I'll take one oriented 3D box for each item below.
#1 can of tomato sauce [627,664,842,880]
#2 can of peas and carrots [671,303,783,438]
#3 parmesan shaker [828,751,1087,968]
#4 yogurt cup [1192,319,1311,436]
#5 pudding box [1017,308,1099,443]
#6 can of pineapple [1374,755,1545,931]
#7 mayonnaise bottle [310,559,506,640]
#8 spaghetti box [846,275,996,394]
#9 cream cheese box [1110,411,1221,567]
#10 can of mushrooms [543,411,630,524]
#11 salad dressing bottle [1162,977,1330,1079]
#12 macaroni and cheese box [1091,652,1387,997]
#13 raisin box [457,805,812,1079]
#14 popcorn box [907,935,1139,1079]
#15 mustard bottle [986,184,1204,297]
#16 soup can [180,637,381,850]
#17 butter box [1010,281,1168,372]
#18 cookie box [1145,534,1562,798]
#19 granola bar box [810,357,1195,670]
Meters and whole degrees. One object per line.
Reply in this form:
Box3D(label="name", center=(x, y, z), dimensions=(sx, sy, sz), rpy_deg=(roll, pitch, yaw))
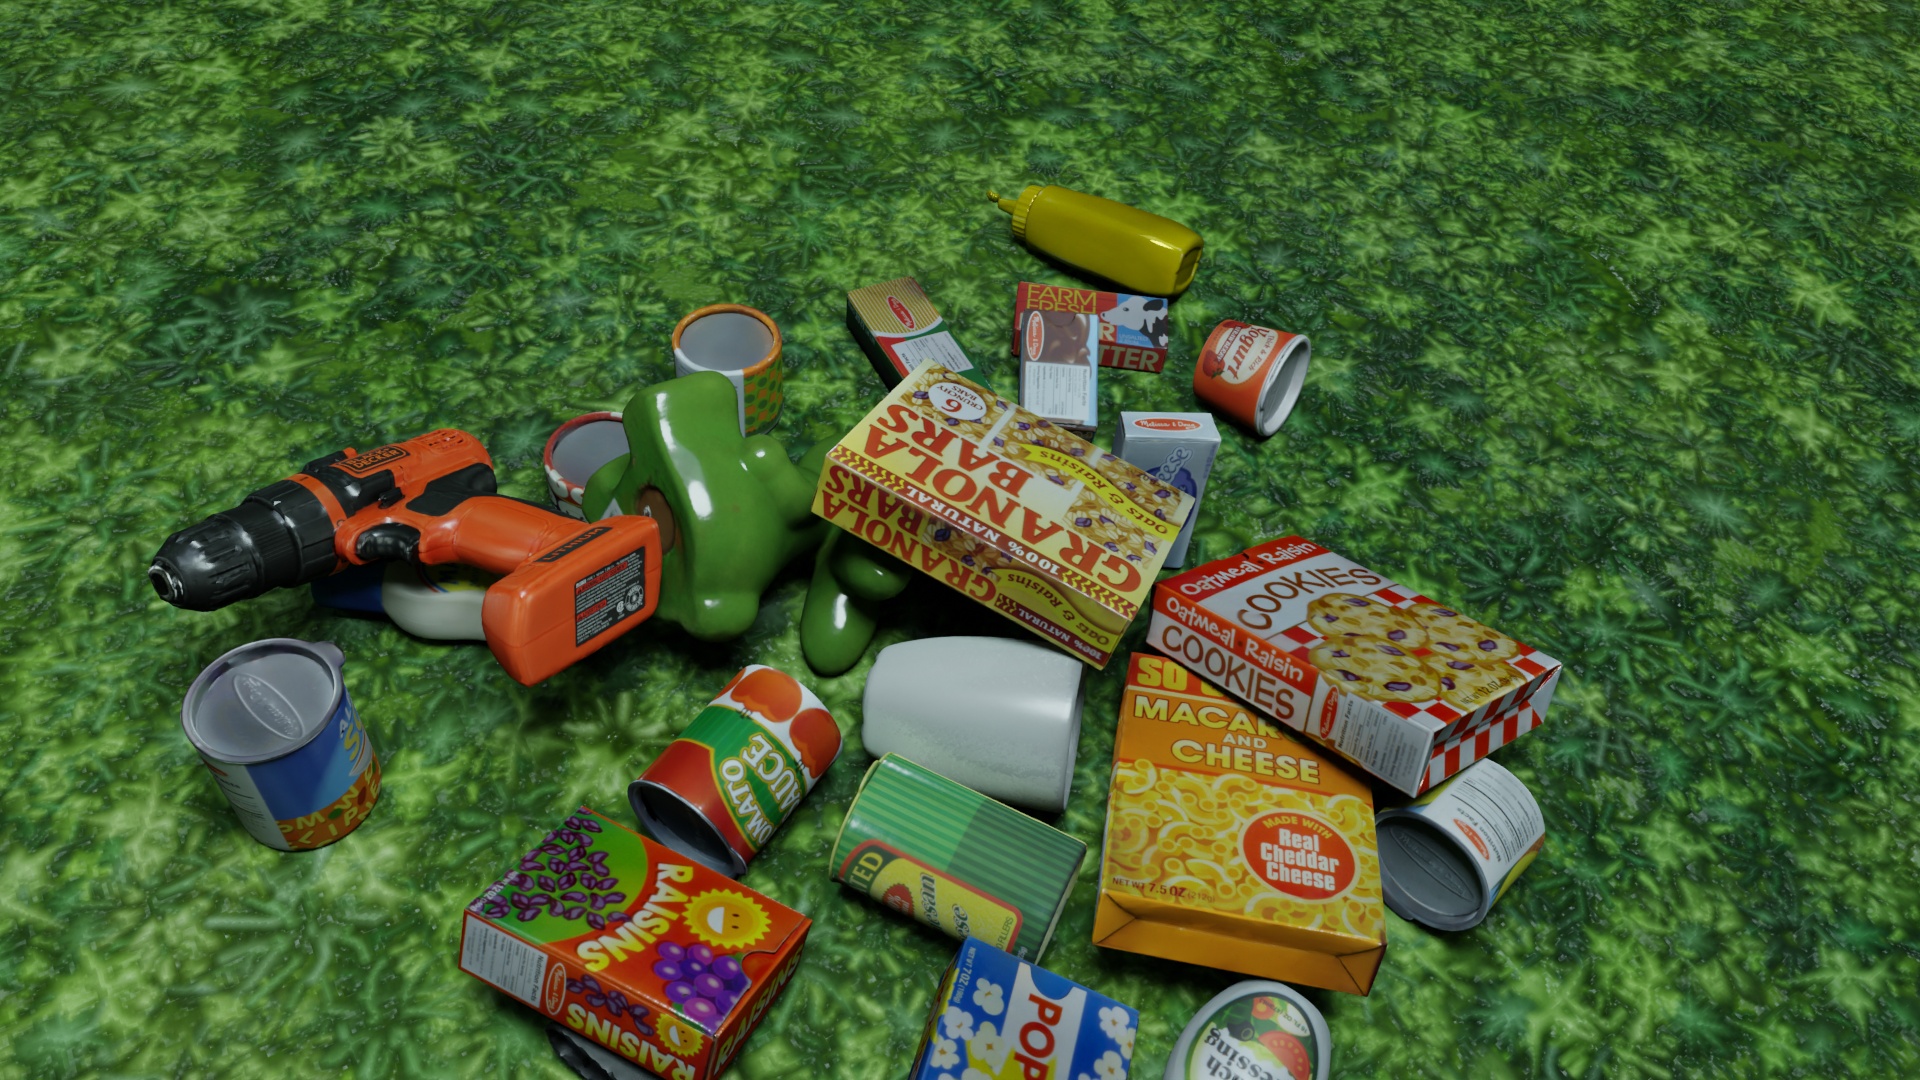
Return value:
Box3D(label="can of tomato sauce", center=(-0.105, 0.111, 0.666), dimensions=(0.071, 0.070, 0.083), rpy_deg=(29, 52, 17))
Box3D(label="can of peas and carrots", center=(-0.141, -0.104, 0.851), dimensions=(0.071, 0.058, 0.071), rpy_deg=(3, 50, -4))
Box3D(label="parmesan shaker", center=(0.000, 0.148, 0.643), dimensions=(0.103, 0.071, 0.072), rpy_deg=(23, 51, 13))
Box3D(label="yogurt cup", center=(0.185, -0.107, 0.887), dimensions=(0.054, 0.072, 0.073), rpy_deg=(26, 52, 26))
Box3D(label="pudding box", center=(0.062, -0.103, 0.876), dimensions=(0.050, 0.030, 0.084), rpy_deg=(4, 67, -2))
Box3D(label="can of pineapple", center=(0.238, 0.146, 0.674), dimensions=(0.058, 0.070, 0.071), rpy_deg=(-30, 58, -34))
Box3D(label="mayonnaise bottle", center=(-0.264, 0.025, 0.738), dimensions=(0.148, 0.041, 0.065), rpy_deg=(6, 42, -2))
Box3D(label="spaghetti box", center=(0.000, -0.074, 0.861), dimensions=(0.050, 0.028, 0.251), rpy_deg=(-18, 54, -20))
Box3D(label="cream cheese box", center=(0.108, -0.026, 0.783), dimensions=(0.053, 0.103, 0.024), rpy_deg=(1, 46, -7))
Box3D(label="can of mushrooms", center=(-0.209, -0.042, 0.808), dimensions=(0.071, 0.033, 0.071), rpy_deg=(3, 50, -4))
Box3D(label="salad dressing bottle", center=(0.103, 0.254, 0.582), dimensions=(0.064, 0.043, 0.148), rpy_deg=(31, 54, 19))
Box3D(label="macaroni and cheese box", center=(0.132, 0.129, 0.668), dimensions=(0.124, 0.040, 0.167), rpy_deg=(10, 35, 5))
Box3D(label="raisin box", center=(-0.140, 0.175, 0.607), dimensions=(0.123, 0.040, 0.086), rpy_deg=(23, 25, 13))
Box3D(label="popcorn box", center=(0.019, 0.238, 0.568), dimensions=(0.085, 0.038, 0.127), rpy_deg=(24, 41, -1))
Box3D(label="mustard bottle", center=(0.088, -0.217, 0.976), dimensions=(0.160, 0.048, 0.065), rpy_deg=(24, 30, 21))
Box3D(label="soup can", center=(-0.310, 0.095, 0.647), dimensions=(0.071, 0.083, 0.072), rpy_deg=(3, 50, -4))
Box3D(label="butter box", center=(0.087, -0.144, 0.932), dimensions=(0.103, 0.024, 0.053), rpy_deg=(7, 49, -1))
Box3D(label="cookie box", center=(0.198, 0.056, 0.713), dimensions=(0.123, 0.040, 0.168), rpy_deg=(-15, 33, -39))
Box3D(label="granola bar box", center=(0.025, -0.018, 0.710), dimensions=(0.166, 0.038, 0.125), rpy_deg=(28, 37, 7))
